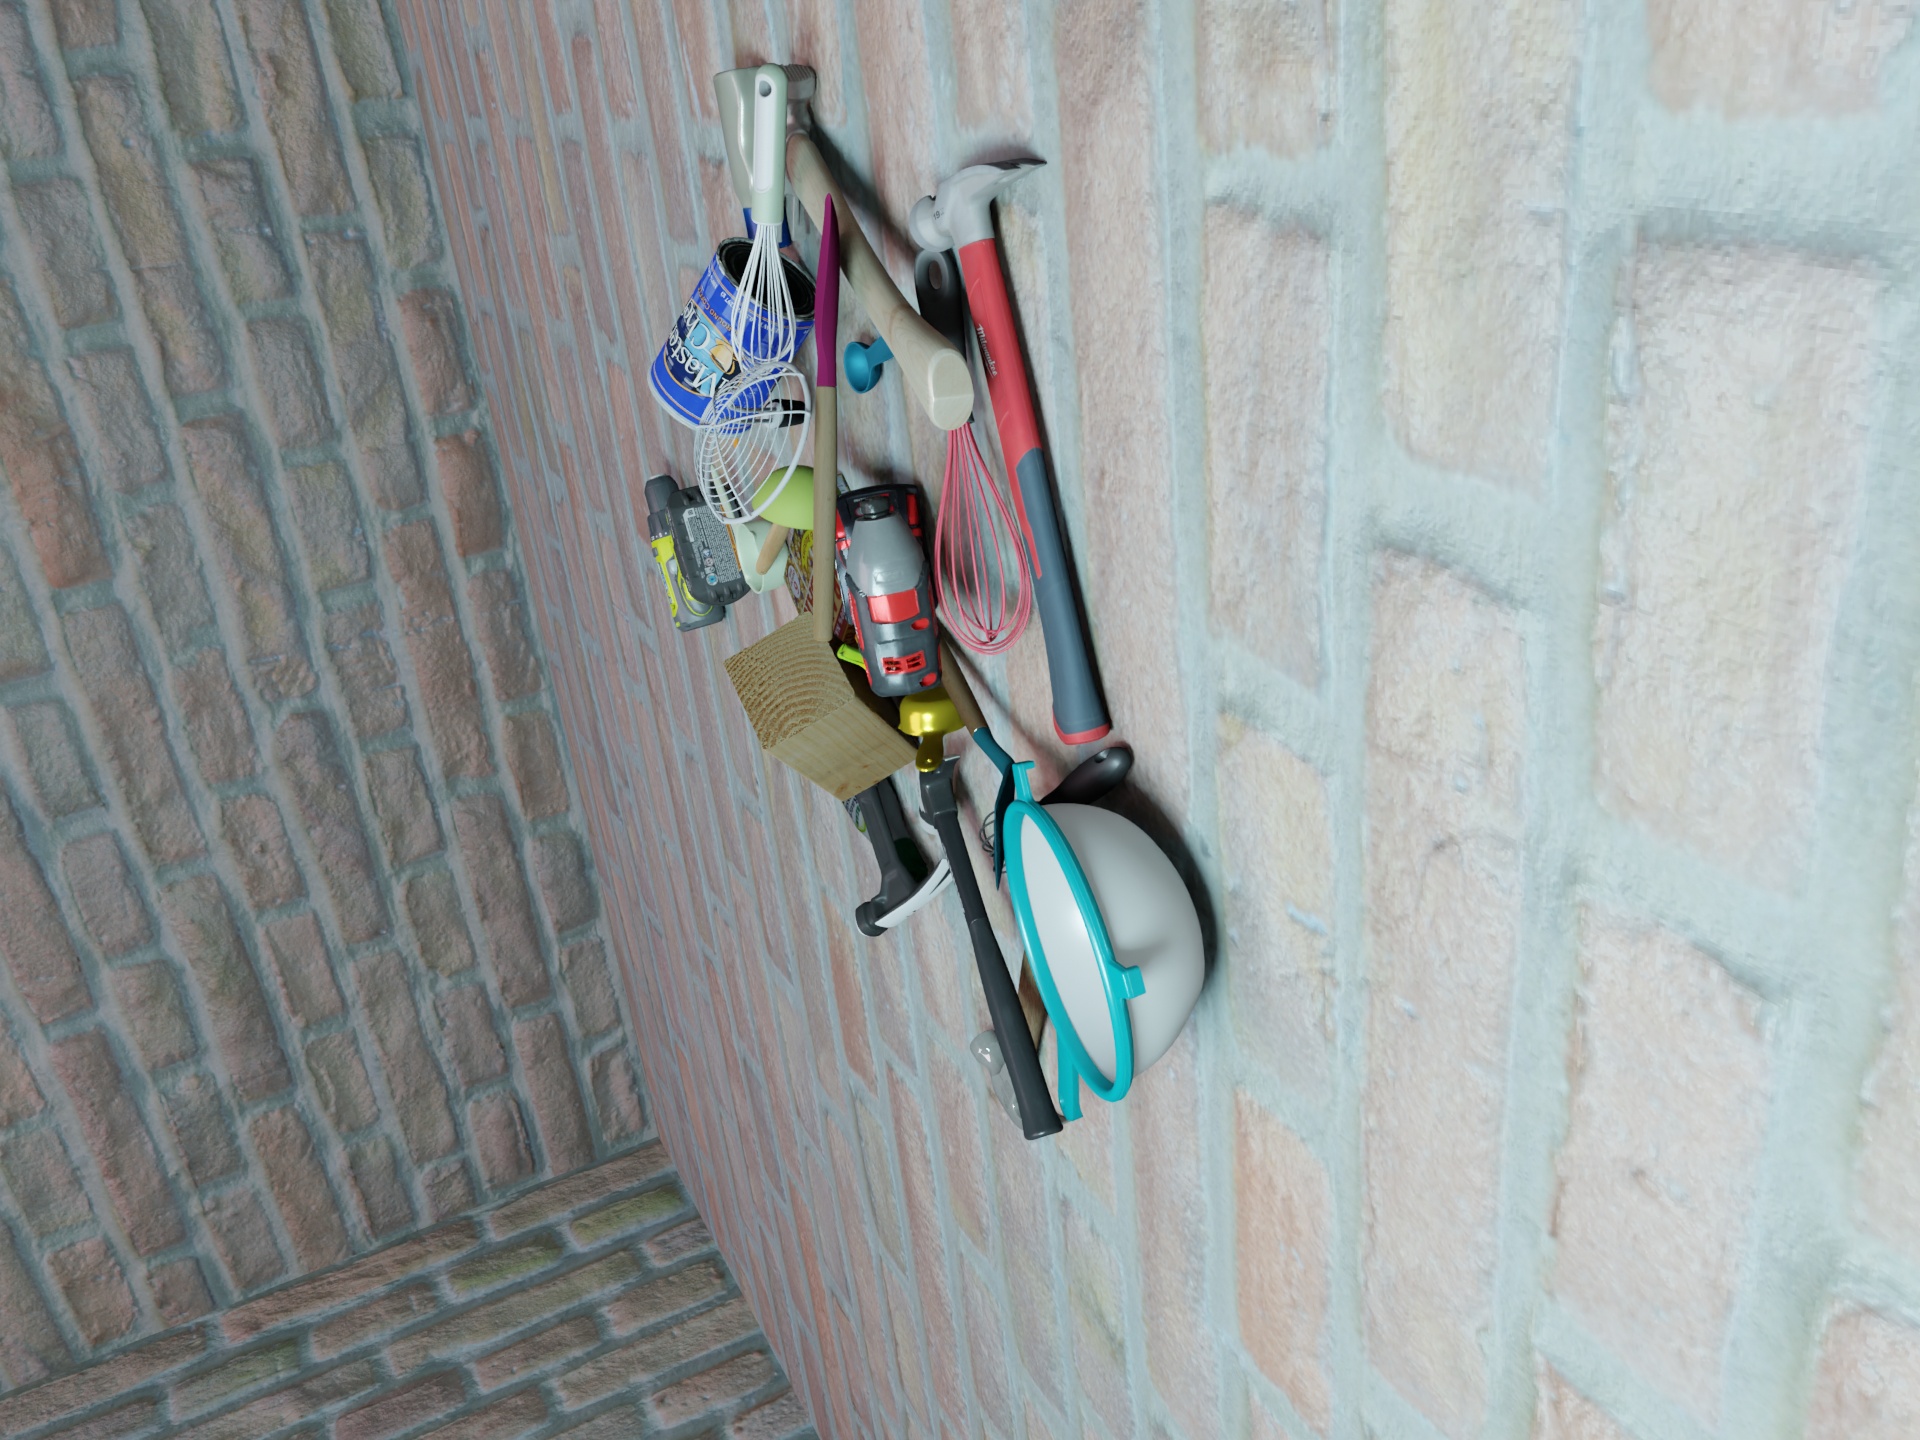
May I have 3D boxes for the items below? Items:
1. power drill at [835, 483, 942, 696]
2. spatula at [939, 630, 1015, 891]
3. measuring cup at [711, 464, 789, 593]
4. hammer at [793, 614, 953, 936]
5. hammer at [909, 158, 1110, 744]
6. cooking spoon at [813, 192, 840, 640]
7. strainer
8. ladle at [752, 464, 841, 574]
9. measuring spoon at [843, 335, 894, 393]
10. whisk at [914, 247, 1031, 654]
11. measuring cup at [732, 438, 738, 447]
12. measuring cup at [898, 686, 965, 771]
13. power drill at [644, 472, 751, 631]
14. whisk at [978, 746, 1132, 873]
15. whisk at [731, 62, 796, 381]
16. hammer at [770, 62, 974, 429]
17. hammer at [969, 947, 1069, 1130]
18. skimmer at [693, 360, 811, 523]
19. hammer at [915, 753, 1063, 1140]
[{"bbox_3d":[-0.057,-0.113,1.214,0.220,0.078,0.143,-107,7,-72],"label":"power drill"},{"bbox_3d":[-0.002,-0.004,1.247,0.318,0.044,0.082,-116,17,-47],"label":"spatula"},{"bbox_3d":[-0.223,-0.211,1.690,0.083,0.038,0.168,110,140,-56],"label":"measuring cup"},{"bbox_3d":[-0.097,0.031,1.530,0.127,0.034,0.337,-39,58,31],"label":"hammer"},{"bbox_3d":[0.051,-0.171,1.064,0.143,0.038,0.386,6,112,65],"label":"hammer"},{"bbox_3d":[-0.097,-0.216,1.155,0.069,0.017,0.319,-136,47,-75],"label":"cooking spoon"},{"bbox_3d":[0.111,0.184,1.125,0.340,0.095,0.211,85,164,-49],"label":"strainer"},{"bbox_3d":[-0.164,-0.165,1.452,0.320,0.078,0.062,147,125,-74],"label":"ladle"},{"bbox_3d":[-0.055,-0.295,1.262,0.128,0.021,0.042,-14,94,59],"label":"measuring spoon"},{"bbox_3d":[0.001,-0.193,1.139,0.073,0.073,0.296,-176,76,-67],"label":"whisk"},{"bbox_3d":[-0.196,-0.332,1.516,0.095,0.052,0.173,58,156,32],"label":"measuring cup"},{"bbox_3d":[-0.024,0.005,1.287,0.157,0.062,0.029,-85,-10,-73],"label":"measuring cup"},{"bbox_3d":[-0.315,-0.207,1.859,0.228,0.080,0.190,176,77,-70],"label":"power drill"},{"bbox_3d":[0.071,0.065,1.188,0.055,0.055,0.239,68,153,12],"label":"whisk"},{"bbox_3d":[-0.152,-0.382,1.240,0.058,0.059,0.246,22,125,23],"label":"whisk"},{"bbox_3d":[-0.076,-0.332,1.174,0.146,0.038,0.411,97,156,-44],"label":"hammer"},{"bbox_3d":[0.062,0.237,1.347,0.130,0.031,0.331,55,152,37],"label":"hammer"},{"bbox_3d":[-0.142,-0.234,1.305,0.127,0.090,0.363,-60,1,13],"label":"skimmer"},{"bbox_3d":[0.020,0.181,1.303,0.146,0.035,0.335,90,164,-61],"label":"hammer"}]
